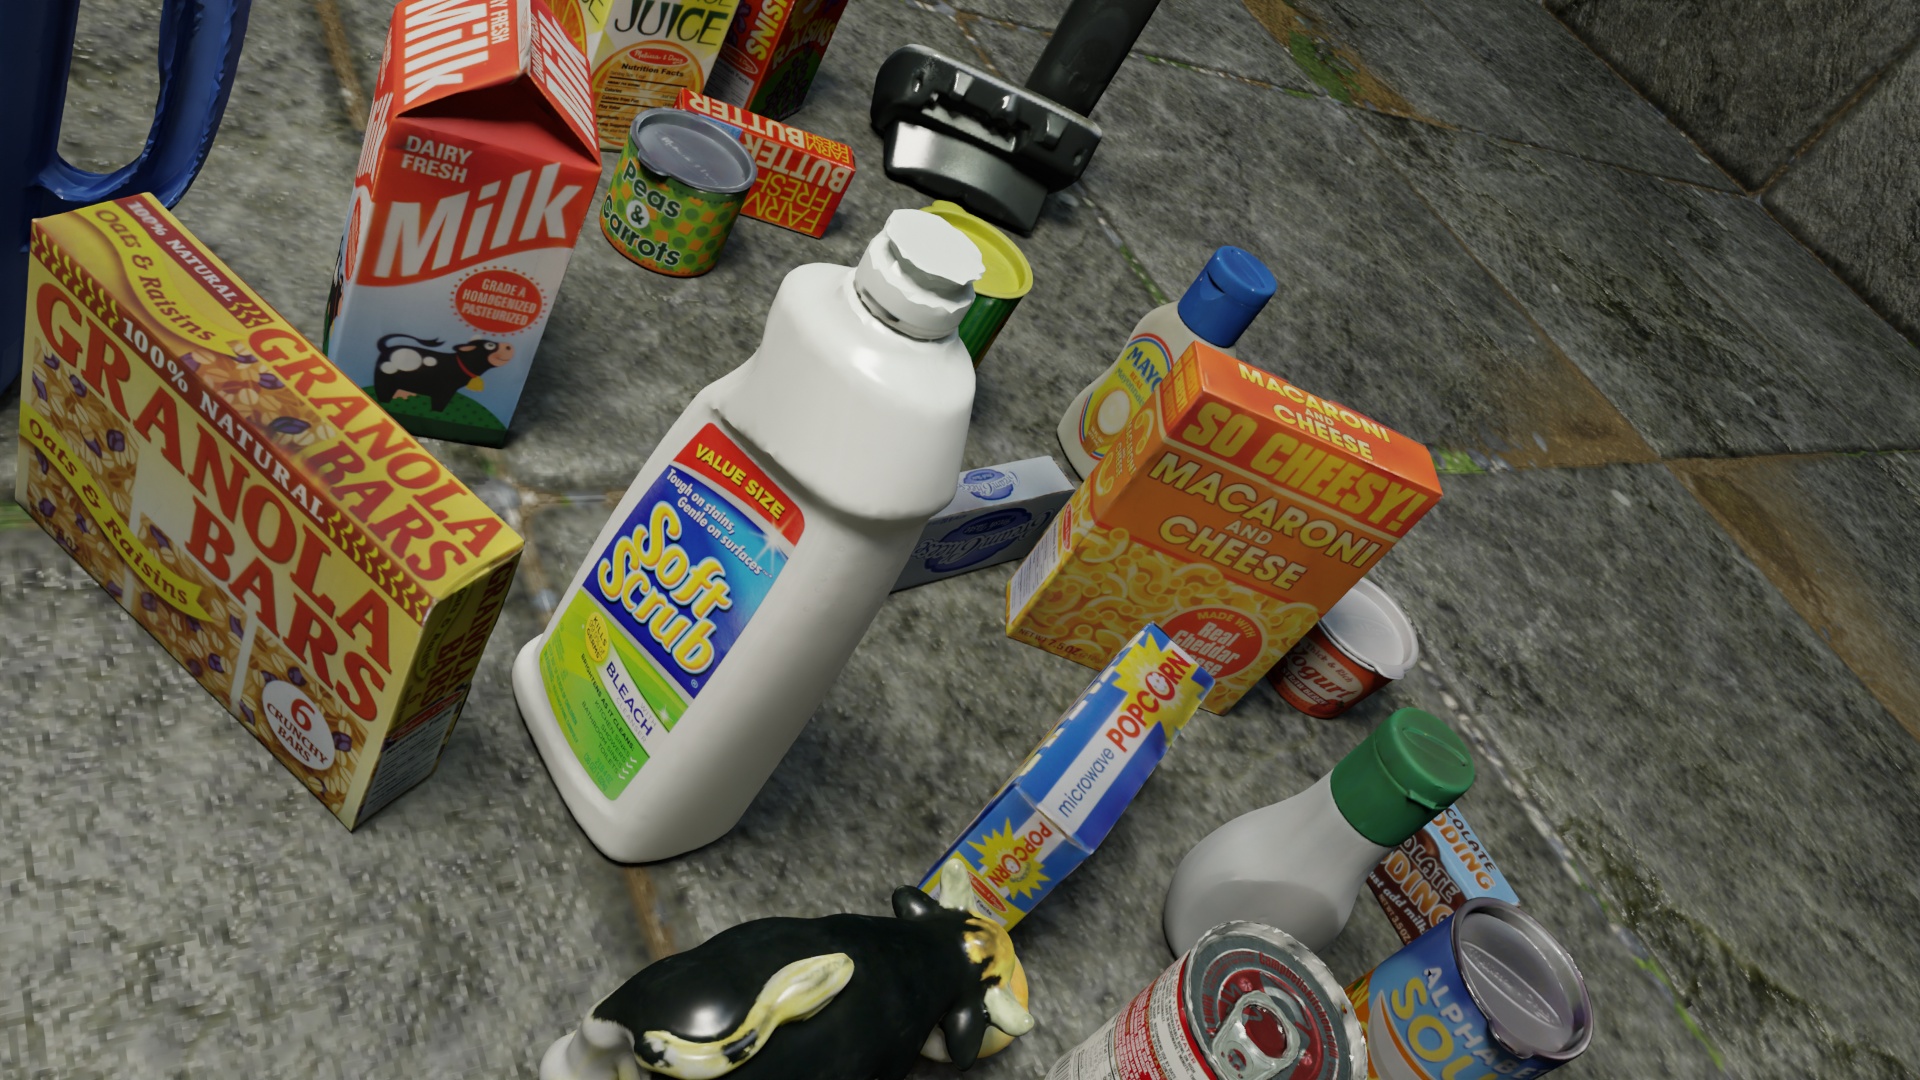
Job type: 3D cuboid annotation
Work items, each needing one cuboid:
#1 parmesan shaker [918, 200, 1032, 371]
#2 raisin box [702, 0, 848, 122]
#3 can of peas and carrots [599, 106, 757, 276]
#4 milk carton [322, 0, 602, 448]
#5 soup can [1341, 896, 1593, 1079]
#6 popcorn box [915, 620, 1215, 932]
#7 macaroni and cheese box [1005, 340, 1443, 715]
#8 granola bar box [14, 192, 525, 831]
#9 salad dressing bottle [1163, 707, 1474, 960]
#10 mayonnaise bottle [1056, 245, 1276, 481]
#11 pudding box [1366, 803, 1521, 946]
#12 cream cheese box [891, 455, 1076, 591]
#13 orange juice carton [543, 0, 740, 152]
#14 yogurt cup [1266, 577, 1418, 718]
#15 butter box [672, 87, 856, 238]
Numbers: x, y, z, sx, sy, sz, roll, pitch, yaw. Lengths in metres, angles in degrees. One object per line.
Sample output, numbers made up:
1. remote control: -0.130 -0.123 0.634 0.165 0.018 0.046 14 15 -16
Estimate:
1. parmesan shaker: -0.018 -0.108 0.699 0.071 0.102 0.072 20 41 -18
2. raisin box: -0.107 -0.307 0.825 0.040 0.122 0.086 37 38 2
3. can of peas and carrots: -0.147 -0.177 0.713 0.071 0.058 0.071 20 41 -18
4. milk carton: -0.188 -0.128 0.526 0.073 0.189 0.072 8 45 -30
5. soup can: 0.196 0.194 0.556 0.071 0.083 0.072 20 41 -18
6. popcorn box: 0.042 0.096 0.545 0.038 0.084 0.127 41 39 7
7. macaroni and cheese box: 0.113 0.000 0.630 0.124 0.165 0.040 21 40 -17
8. granola bar box: -0.219 -0.007 0.431 0.165 0.123 0.039 41 39 8
9. salad dressing bottle: 0.136 0.121 0.537 0.064 0.147 0.044 28 39 -9
10. mayonnaise bottle: 0.109 -0.088 0.734 0.041 0.147 0.065 -5 53 -39
11. pudding box: 0.213 0.146 0.645 0.030 0.049 0.084 -1 50 -37
12. cream cheese box: 0.002 -0.008 0.650 0.104 0.053 0.024 -14 59 -44
13. orange juice carton: -0.162 -0.301 0.723 0.073 0.191 0.072 -8 55 -41
14. yogurt cup: 0.194 0.056 0.721 0.072 0.053 0.073 20 41 -18
15. butter box: -0.115 -0.208 0.772 0.103 0.052 0.024 12 44 -26
